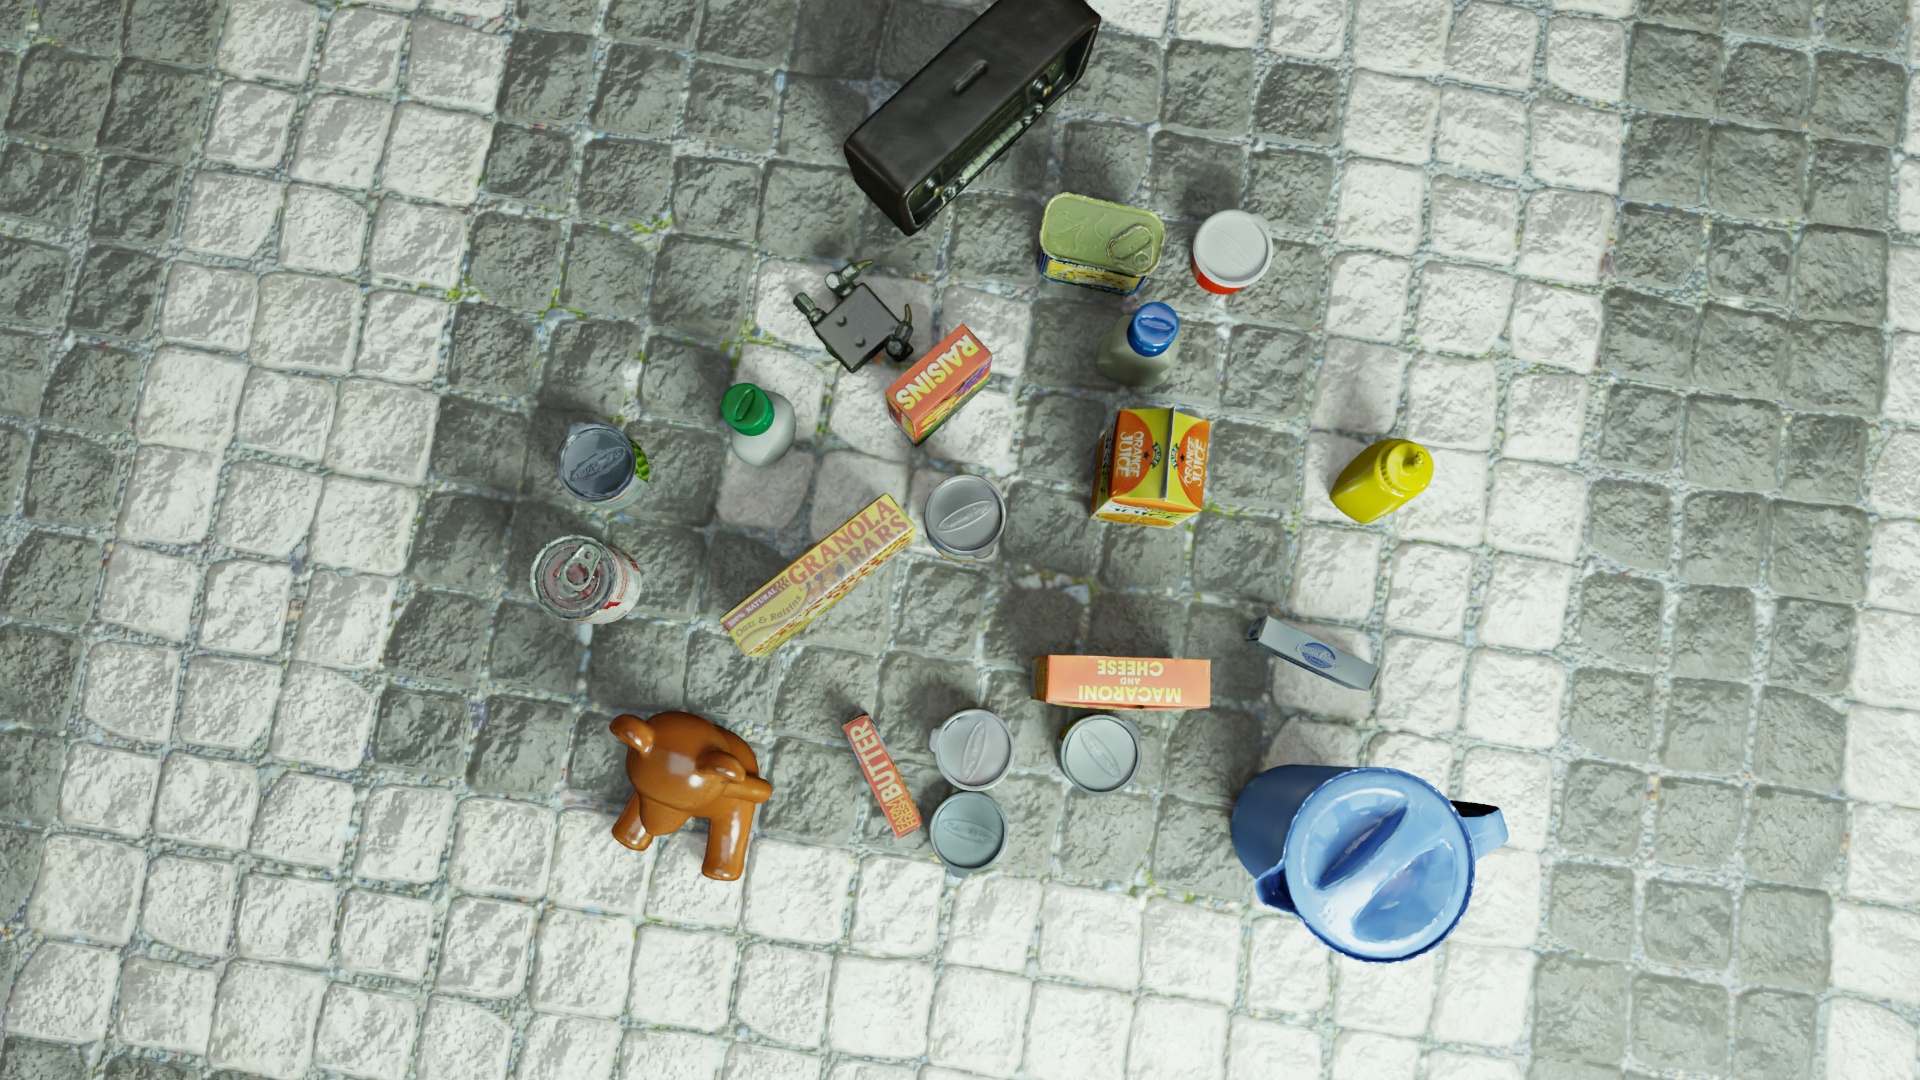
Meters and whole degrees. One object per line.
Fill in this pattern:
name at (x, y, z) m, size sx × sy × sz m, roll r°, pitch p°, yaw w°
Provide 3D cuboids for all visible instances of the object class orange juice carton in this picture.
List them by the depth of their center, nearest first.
orange juice carton at (0.152, -0.057, 1.113) m, size 0.073 × 0.192 × 0.072 m, roll 8°, pitch 85°, yaw 0°

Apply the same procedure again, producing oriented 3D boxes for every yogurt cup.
yogurt cup at (0.231, -0.246, 1.203) m, size 0.072 × 0.054 × 0.072 m, roll 0°, pitch 84°, yaw -1°

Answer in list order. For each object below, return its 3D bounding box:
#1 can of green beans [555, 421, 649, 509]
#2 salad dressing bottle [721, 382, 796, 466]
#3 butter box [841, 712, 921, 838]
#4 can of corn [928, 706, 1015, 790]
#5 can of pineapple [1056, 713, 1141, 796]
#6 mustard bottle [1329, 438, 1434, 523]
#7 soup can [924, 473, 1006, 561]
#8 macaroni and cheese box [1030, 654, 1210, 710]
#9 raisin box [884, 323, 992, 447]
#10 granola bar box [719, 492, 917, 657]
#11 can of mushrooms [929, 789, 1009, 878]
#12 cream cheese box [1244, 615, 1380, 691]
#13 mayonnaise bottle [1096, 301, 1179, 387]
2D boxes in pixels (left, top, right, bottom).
can of green beans at (-0.301, -0.061, 1.172) m, size 0.071 × 0.058 × 0.071 m, roll 0°, pitch 84°, yaw -1°
salad dressing bottle at (-0.165, -0.097, 1.133) m, size 0.044 × 0.147 × 0.064 m, roll 28°, pitch 85°, yaw 2°
butter box at (-0.064, 0.194, 1.153) m, size 0.024 × 0.053 × 0.103 m, roll -27°, pitch 85°, yaw -3°
can of corn at (0.009, 0.171, 1.154) m, size 0.071 × 0.058 × 0.071 m, roll 0°, pitch 84°, yaw -1°
can of pineapple at (0.116, 0.177, 1.156) m, size 0.071 × 0.058 × 0.071 m, roll 0°, pitch 84°, yaw -1°
mustard bottle at (0.349, -0.052, 1.132) m, size 0.049 × 0.160 × 0.065 m, roll 38°, pitch 85°, yaw 2°
soup can at (0.004, -0.015, 1.160) m, size 0.071 × 0.083 × 0.071 m, roll 0°, pitch 85°, yaw -1°
macaroni and cheese box at (0.123, 0.113, 1.108) m, size 0.124 × 0.166 × 0.040 m, roll 2°, pitch 85°, yaw -1°
raisin box at (-0.018, -0.126, 1.151) m, size 0.086 × 0.123 × 0.040 m, roll -41°, pitch 87°, yaw -4°
granola bar box at (-0.112, 0.030, 1.133) m, size 0.166 × 0.124 × 0.039 m, roll -38°, pitch 86°, yaw -4°
can of mushrooms at (0.006, 0.244, 1.159) m, size 0.071 × 0.033 × 0.071 m, roll 0°, pitch 84°, yaw -1°
cream cheese box at (0.295, 0.096, 1.170) m, size 0.104 × 0.053 × 0.024 m, roll 25°, pitch 85°, yaw 1°
mayonnaise bottle at (0.151, -0.161, 1.146) m, size 0.065 × 0.148 × 0.041 m, roll 14°, pitch 85°, yaw 0°
